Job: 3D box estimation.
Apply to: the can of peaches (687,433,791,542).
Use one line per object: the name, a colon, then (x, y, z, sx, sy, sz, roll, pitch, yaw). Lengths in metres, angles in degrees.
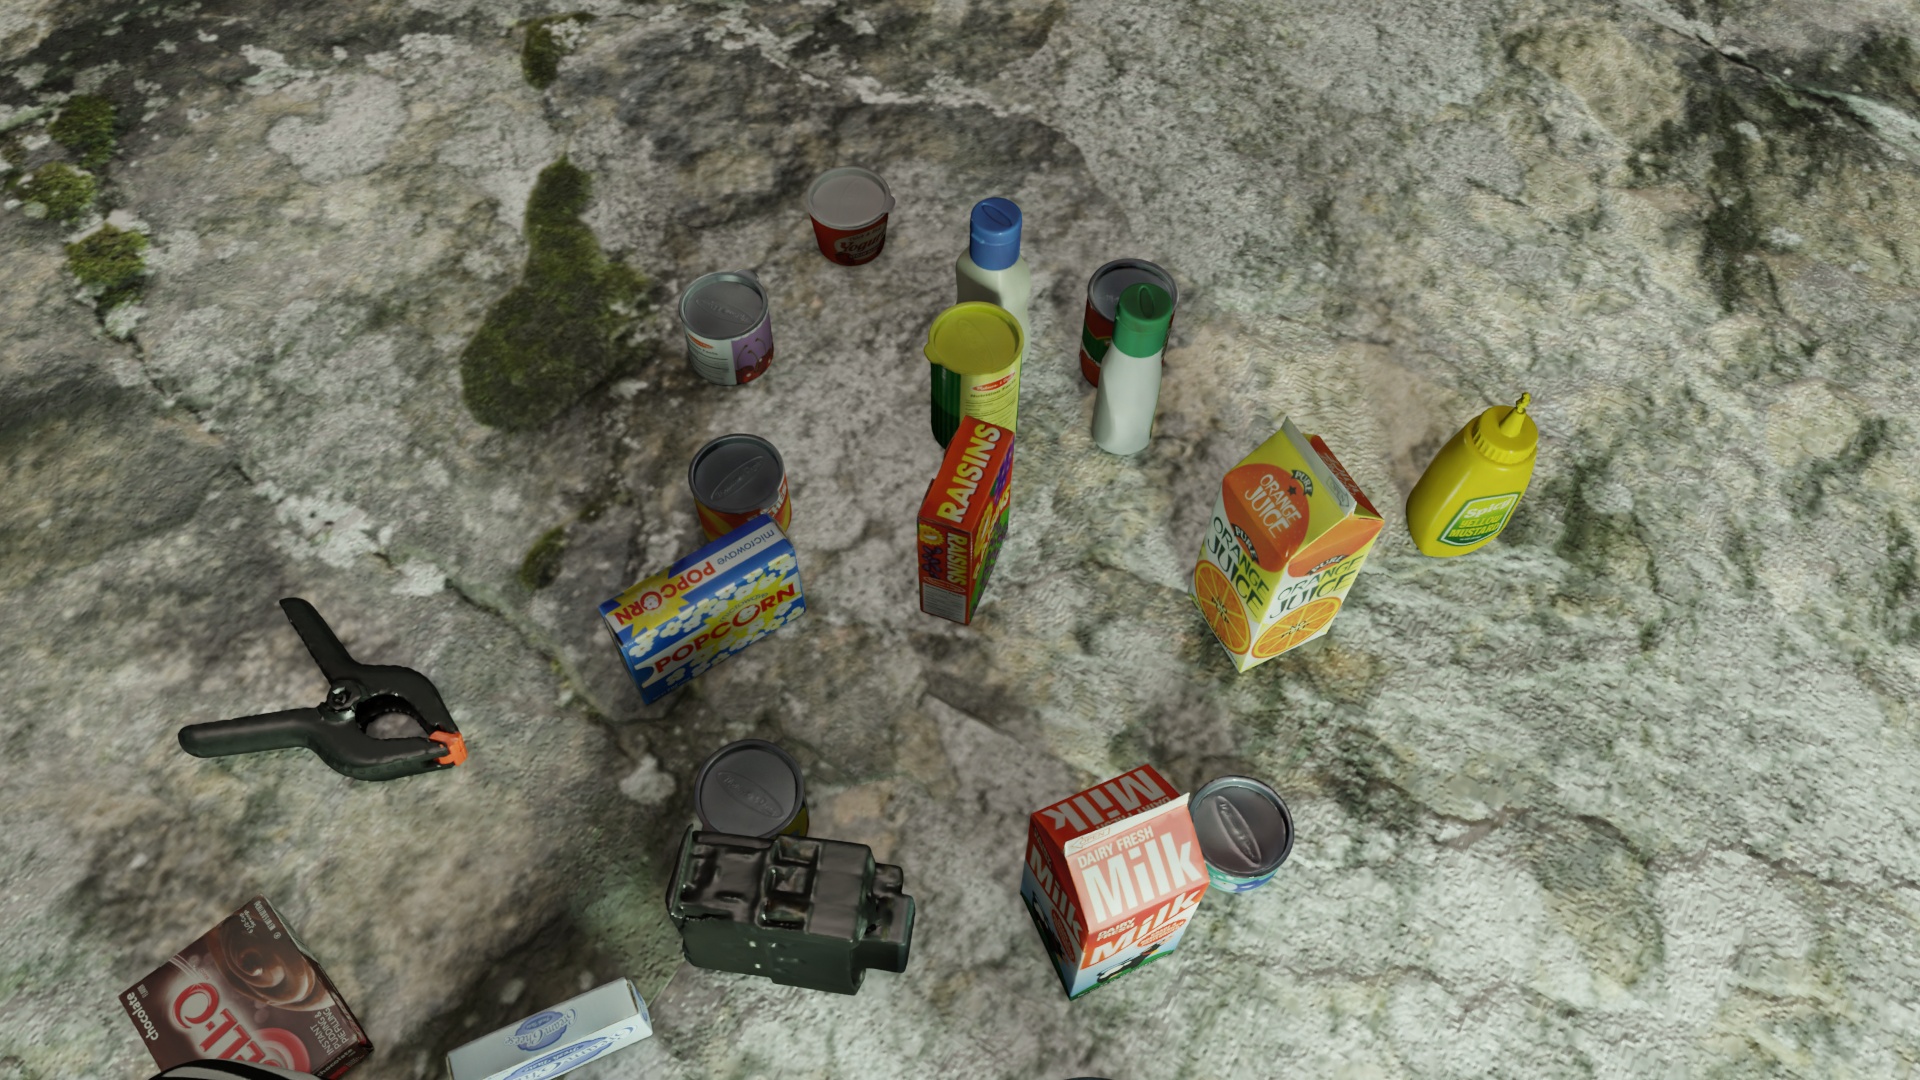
can of peaches: (-0.152, -0.030, 0.972, 0.071, 0.057, 0.071, 1, 59, -1)

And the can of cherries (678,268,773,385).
can of cherries: (-0.174, -0.162, 1.052, 0.071, 0.058, 0.072, 1, 59, -1)

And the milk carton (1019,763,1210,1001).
milk carton: (0.082, 0.186, 0.767, 0.072, 0.189, 0.074, -20, 61, -13)

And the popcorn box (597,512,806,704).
popcorn box: (-0.166, 0.045, 0.910, 0.127, 0.084, 0.038, -31, 64, -18)

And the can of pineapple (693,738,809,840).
can of pineapple: (-0.129, 0.164, 0.853, 0.071, 0.057, 0.071, 1, 59, -1)

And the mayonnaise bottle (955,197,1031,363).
mayonnaise bottle: (0.024, -0.186, 1.019, 0.041, 0.147, 0.065, -39, 67, -22)

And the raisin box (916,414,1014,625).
raisin box: (0.003, -0.012, 0.926, 0.040, 0.122, 0.086, 19, 60, 10)

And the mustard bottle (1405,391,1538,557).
mustard bottle: (0.349, -0.046, 0.933, 0.065, 0.159, 0.049, -10, 60, -7)

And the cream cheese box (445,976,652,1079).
cream cheese box: (-0.229, 0.282, 0.781, 0.104, 0.053, 0.024, -21, 61, -13)

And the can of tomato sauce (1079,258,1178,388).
can of tomato sauce: (0.125, -0.157, 1.041, 0.071, 0.082, 0.071, 1, 59, -1)

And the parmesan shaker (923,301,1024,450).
parmesan shaker: (0.008, -0.113, 1.000, 0.071, 0.102, 0.071, 1, 59, -1)

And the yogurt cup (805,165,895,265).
yogurt cup: (-0.089, -0.258, 1.115, 0.072, 0.053, 0.073, 1, 59, -1)

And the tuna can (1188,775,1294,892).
tuna can: (0.169, 0.184, 0.862, 0.071, 0.032, 0.071, 1, 59, -1)

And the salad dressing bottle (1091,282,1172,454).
salad dressing bottle: (0.121, -0.119, 0.980, 0.044, 0.147, 0.064, -2, 59, -2)

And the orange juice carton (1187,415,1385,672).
orange juice carton: (0.206, 0.002, 0.881, 0.073, 0.191, 0.072, -22, 62, -14)
